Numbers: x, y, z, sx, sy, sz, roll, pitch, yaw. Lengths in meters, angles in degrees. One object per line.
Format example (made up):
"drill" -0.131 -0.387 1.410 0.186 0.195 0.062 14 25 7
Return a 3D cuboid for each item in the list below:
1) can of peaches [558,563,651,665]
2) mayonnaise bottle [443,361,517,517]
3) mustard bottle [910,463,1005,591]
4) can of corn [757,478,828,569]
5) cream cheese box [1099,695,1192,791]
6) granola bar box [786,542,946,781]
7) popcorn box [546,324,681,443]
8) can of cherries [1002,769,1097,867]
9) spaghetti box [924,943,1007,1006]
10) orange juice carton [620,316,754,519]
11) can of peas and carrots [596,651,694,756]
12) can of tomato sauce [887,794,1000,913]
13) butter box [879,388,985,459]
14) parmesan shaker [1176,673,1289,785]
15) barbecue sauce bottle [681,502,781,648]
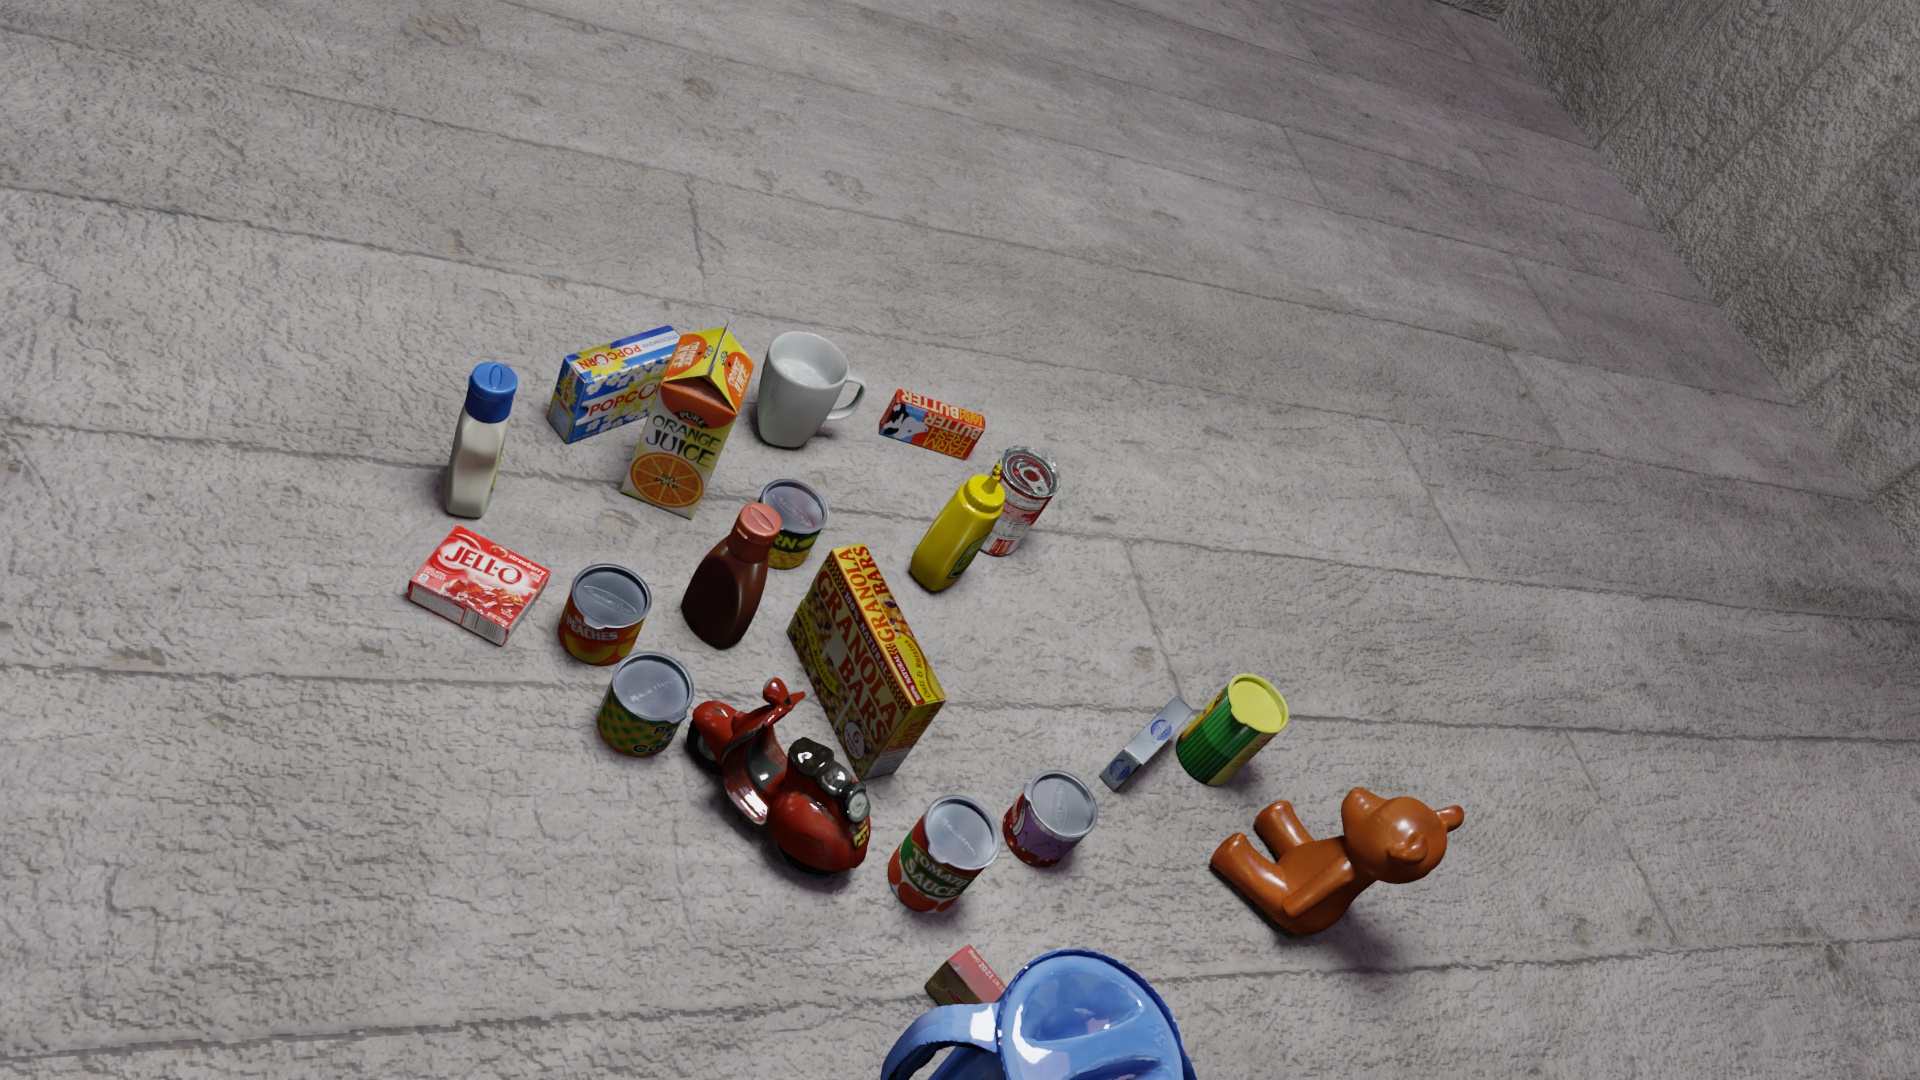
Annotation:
"can of peaches" -0.299 0.064 1.162 0.071 0.057 0.071 16 45 -17
"mayonnaise bottle" -0.405 -0.087 1.172 0.041 0.147 0.065 11 47 -22
"mustard bottle" 0.005 -0.017 1.339 0.049 0.159 0.065 43 44 11
"can of corn" -0.167 -0.014 1.310 0.071 0.058 0.071 16 45 -17
"cream cheese box" 0.178 0.194 1.326 0.024 0.053 0.104 44 44 12
"granola bar box" -0.085 0.105 1.201 0.039 0.123 0.166 -9 57 -36
"popcorn box" -0.324 -0.150 1.323 0.038 0.084 0.127 47 45 15
"can of cherries" 0.076 0.243 1.218 0.071 0.058 0.072 16 45 -17
"spaghetti box" 0.071 0.420 1.059 0.250 0.050 0.029 46 44 15
"orange juice carton" -0.243 -0.114 1.259 0.073 0.191 0.072 22 44 -12
"can of peas and carrots" -0.254 0.134 1.124 0.071 0.058 0.071 16 45 -17
"can of tomato sauce" -0.015 0.258 1.132 0.071 0.082 0.071 16 45 -17
"butter box" -0.030 -0.125 1.496 0.103 0.052 0.024 16 45 -17
"parmesan shaker" 0.260 0.185 1.346 0.071 0.102 0.072 16 45 -17
"barbecue sauce bottle" -0.193 0.028 1.191 0.065 0.147 0.044 46 44 14
